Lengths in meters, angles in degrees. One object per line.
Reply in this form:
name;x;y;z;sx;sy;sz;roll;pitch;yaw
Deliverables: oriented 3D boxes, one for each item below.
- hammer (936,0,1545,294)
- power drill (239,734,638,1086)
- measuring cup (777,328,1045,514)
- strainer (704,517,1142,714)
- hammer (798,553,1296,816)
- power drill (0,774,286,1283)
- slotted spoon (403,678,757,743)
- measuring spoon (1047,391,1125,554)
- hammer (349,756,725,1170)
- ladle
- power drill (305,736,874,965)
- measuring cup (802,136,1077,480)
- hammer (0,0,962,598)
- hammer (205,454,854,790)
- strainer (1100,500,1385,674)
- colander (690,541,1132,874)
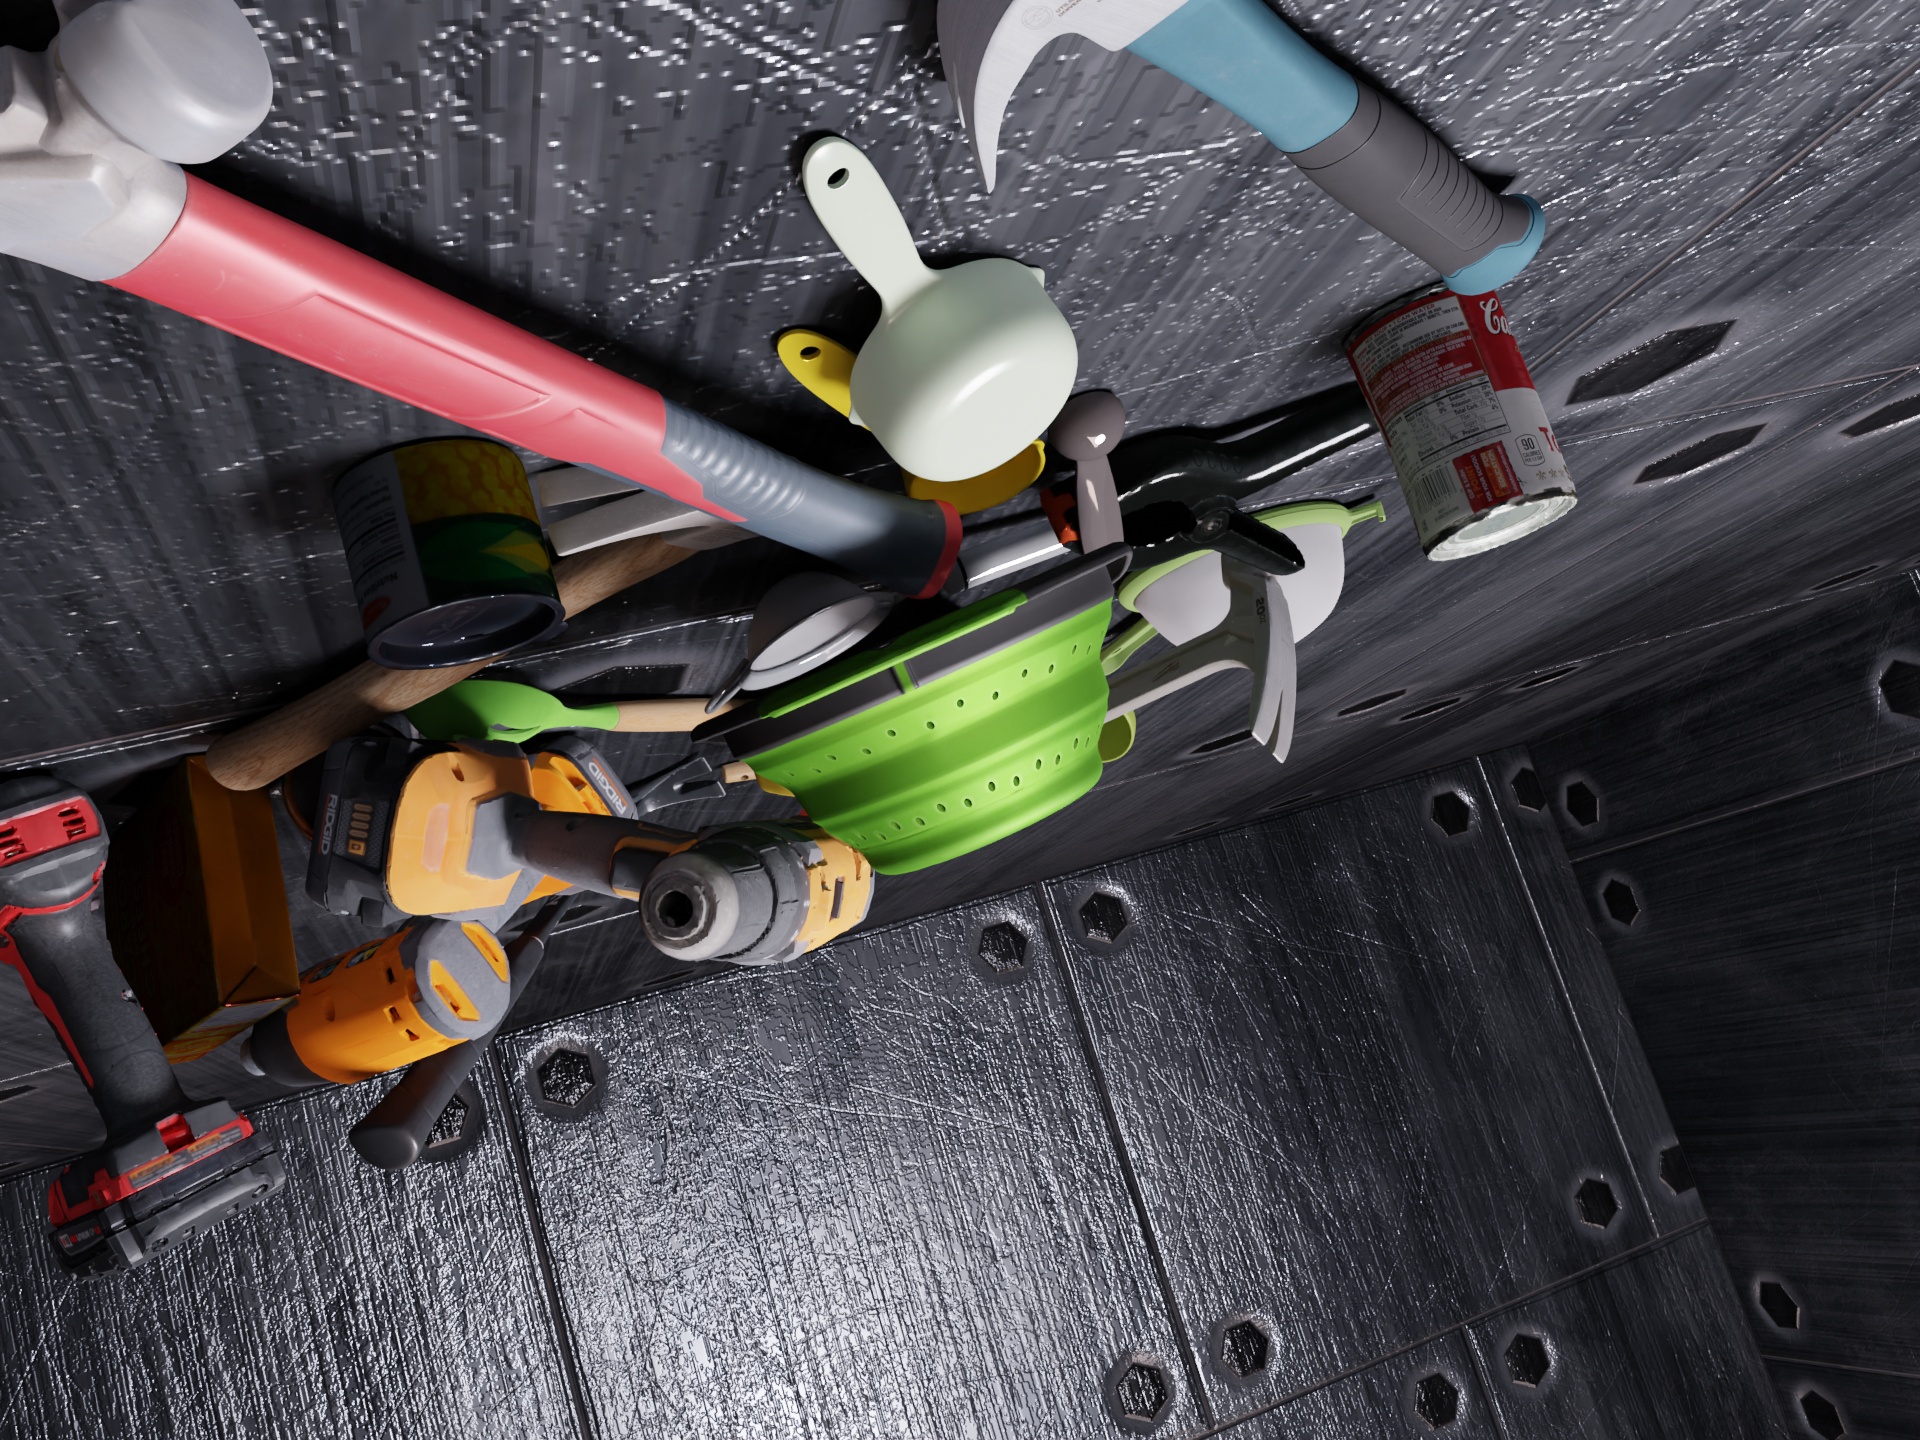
hammer;0.111;-0.176;0.469;0.128;0.033;0.331;-25;167;32
power drill;-0.286;0.110;0.871;0.164;0.084;0.227;-23;-159;24
measuring cup;-0.022;-0.119;0.594;0.062;0.029;0.156;-25;155;23
strainer;-0.013;-0.071;0.786;0.258;0.050;0.087;-21;169;-12
hammer;0.036;0.020;0.941;0.359;0.149;0.036;-26;130;33
power drill;-0.413;0.143;0.746;0.078;0.219;0.143;-24;179;-45
slotted spoon;-0.178;-0.003;0.896;0.070;0.031;0.313;-22;170;29
measuring spoon;0.063;-0.097;0.708;0.034;0.018;0.124;-20;147;-2
hammer;-0.251;0.130;0.947;0.149;0.036;0.409;-25;-163;15
ladle;-0.018;0.020;1.190;0.320;0.062;0.078;-10;140;-19
power drill;-0.164;0.061;0.687;0.226;0.084;0.185;9;180;11
measuring cup;-0.008;-0.124;0.495;0.083;0.038;0.167;-36;161;6
hammer;-0.120;-0.083;0.475;0.143;0.038;0.386;-21;164;24
hammer;-0.205;-0.036;0.672;0.331;0.031;0.130;-23;168;26
strainer;0.158;-0.058;1.033;0.151;0.069;0.256;-12;166;-28
colander;-0.001;-0.002;0.769;0.204;0.094;0.397;-24;-177;4
